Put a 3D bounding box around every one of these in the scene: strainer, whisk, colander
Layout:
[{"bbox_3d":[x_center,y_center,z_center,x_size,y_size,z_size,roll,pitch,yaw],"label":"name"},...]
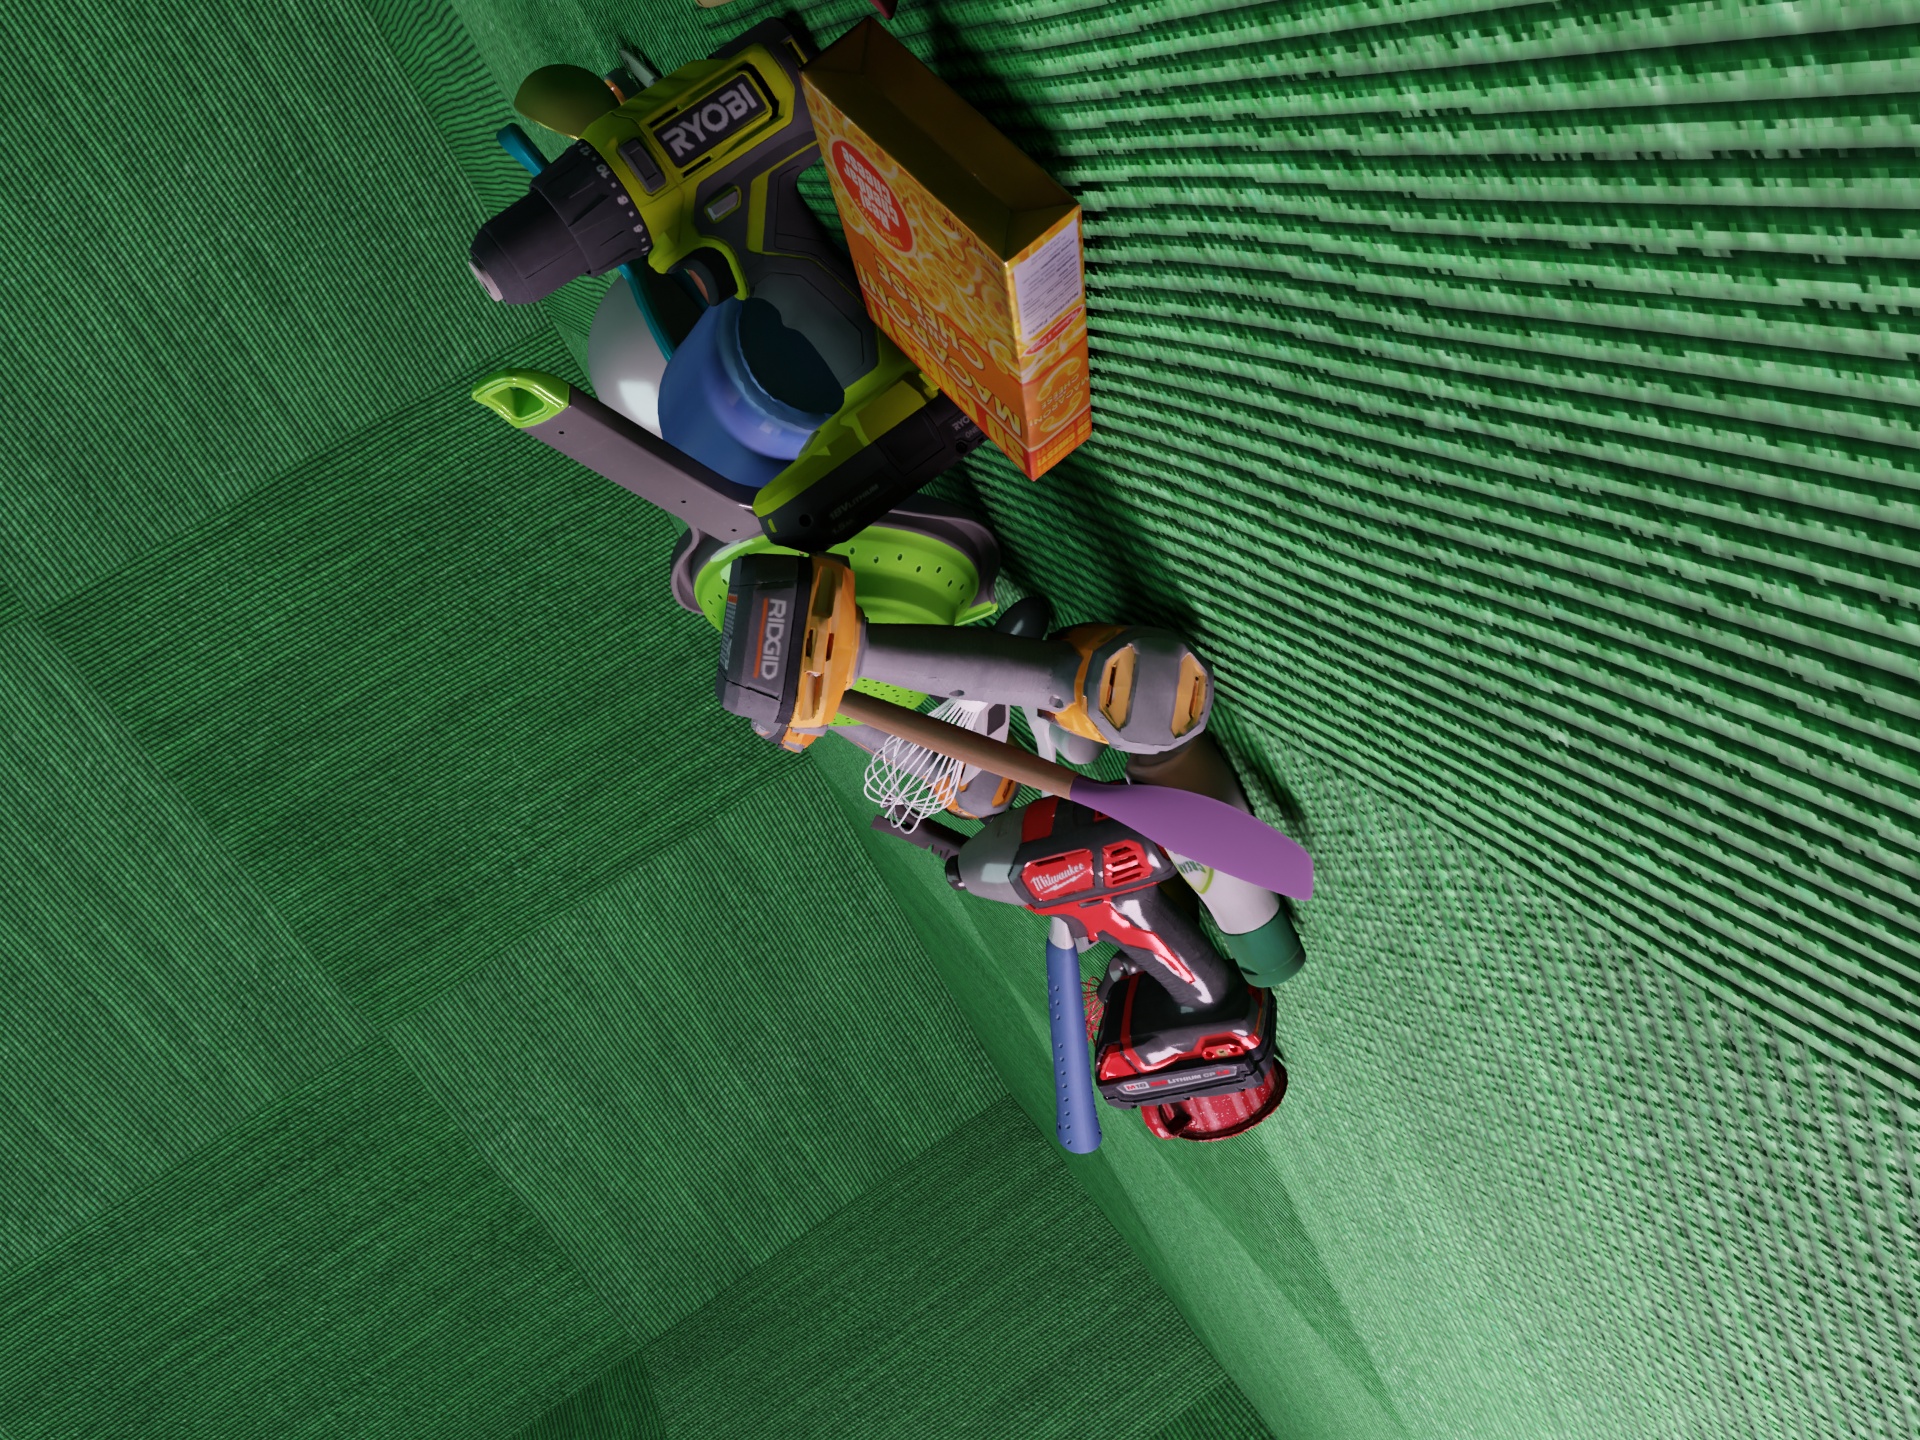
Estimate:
[{"bbox_3d":[-0.255,-0.291,1.199,0.340,0.095,0.211,48,-162,-43],"label":"strainer"},{"bbox_3d":[0.132,0.252,1.450,0.073,0.073,0.295,55,164,16],"label":"whisk"},{"bbox_3d":[-0.118,-0.078,0.906,0.396,0.204,0.095,27,-126,-53],"label":"colander"},{"bbox_3d":[-0.002,-0.004,1.063,0.070,0.070,0.284,55,147,13],"label":"whisk"}]

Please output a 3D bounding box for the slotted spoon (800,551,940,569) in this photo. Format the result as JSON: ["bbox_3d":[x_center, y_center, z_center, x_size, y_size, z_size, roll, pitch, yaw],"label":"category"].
[{"bbox_3d":[-0.098,-0.126,1.201,0.031,0.070,0.314,40,171,-39],"label":"slotted spoon"}]

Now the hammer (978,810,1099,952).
[{"bbox_3d":[0.038,0.097,1.480,0.331,0.033,0.128,48,166,46],"label":"hammer"}]

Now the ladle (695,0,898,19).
[{"bbox_3d":[-0.084,-0.335,0.706,0.069,0.031,0.316,49,178,-27],"label":"ladle"}]

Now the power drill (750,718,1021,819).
[{"bbox_3d":[-0.064,0.020,1.377,0.226,0.084,0.164,25,172,-5],"label":"power drill"}]

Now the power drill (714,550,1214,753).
[{"bbox_3d":[-0.006,-0.031,0.801,0.185,0.226,0.084,-155,73,-78],"label":"power drill"}]

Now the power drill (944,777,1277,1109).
[{"bbox_3d":[0.093,0.132,0.954,0.219,0.143,0.079,58,-149,-30],"label":"power drill"}]

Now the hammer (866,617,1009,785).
[{"bbox_3d":[-0.085,-0.072,1.254,0.335,0.035,0.146,33,146,36],"label":"hammer"}]

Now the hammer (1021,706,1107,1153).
[{"bbox_3d":[0.069,0.143,1.133,0.144,0.035,0.405,-133,31,-55],"label":"hammer"}]

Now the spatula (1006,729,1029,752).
[{"bbox_3d":[0.035,0.028,1.238,0.323,0.041,0.081,48,149,48],"label":"spatula"}]

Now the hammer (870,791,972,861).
[{"bbox_3d":[0.052,0.123,1.263,0.127,0.034,0.337,29,173,-29],"label":"hammer"}]

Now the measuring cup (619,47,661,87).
[{"bbox_3d":[-0.197,-0.392,1.051,0.168,0.038,0.083,50,169,27],"label":"measuring cup"}]

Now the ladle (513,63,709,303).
[{"bbox_3d":[-0.213,-0.342,1.183,0.319,0.062,0.078,55,-173,-37],"label":"ladle"}]

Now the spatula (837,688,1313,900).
[{"bbox_3d":[0.038,0.025,0.838,0.316,0.018,0.059,20,146,28],"label":"spatula"}]

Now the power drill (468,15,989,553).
[{"bbox_3d":[-0.104,-0.198,0.777,0.228,0.190,0.080,55,170,-12],"label":"power drill"}]
